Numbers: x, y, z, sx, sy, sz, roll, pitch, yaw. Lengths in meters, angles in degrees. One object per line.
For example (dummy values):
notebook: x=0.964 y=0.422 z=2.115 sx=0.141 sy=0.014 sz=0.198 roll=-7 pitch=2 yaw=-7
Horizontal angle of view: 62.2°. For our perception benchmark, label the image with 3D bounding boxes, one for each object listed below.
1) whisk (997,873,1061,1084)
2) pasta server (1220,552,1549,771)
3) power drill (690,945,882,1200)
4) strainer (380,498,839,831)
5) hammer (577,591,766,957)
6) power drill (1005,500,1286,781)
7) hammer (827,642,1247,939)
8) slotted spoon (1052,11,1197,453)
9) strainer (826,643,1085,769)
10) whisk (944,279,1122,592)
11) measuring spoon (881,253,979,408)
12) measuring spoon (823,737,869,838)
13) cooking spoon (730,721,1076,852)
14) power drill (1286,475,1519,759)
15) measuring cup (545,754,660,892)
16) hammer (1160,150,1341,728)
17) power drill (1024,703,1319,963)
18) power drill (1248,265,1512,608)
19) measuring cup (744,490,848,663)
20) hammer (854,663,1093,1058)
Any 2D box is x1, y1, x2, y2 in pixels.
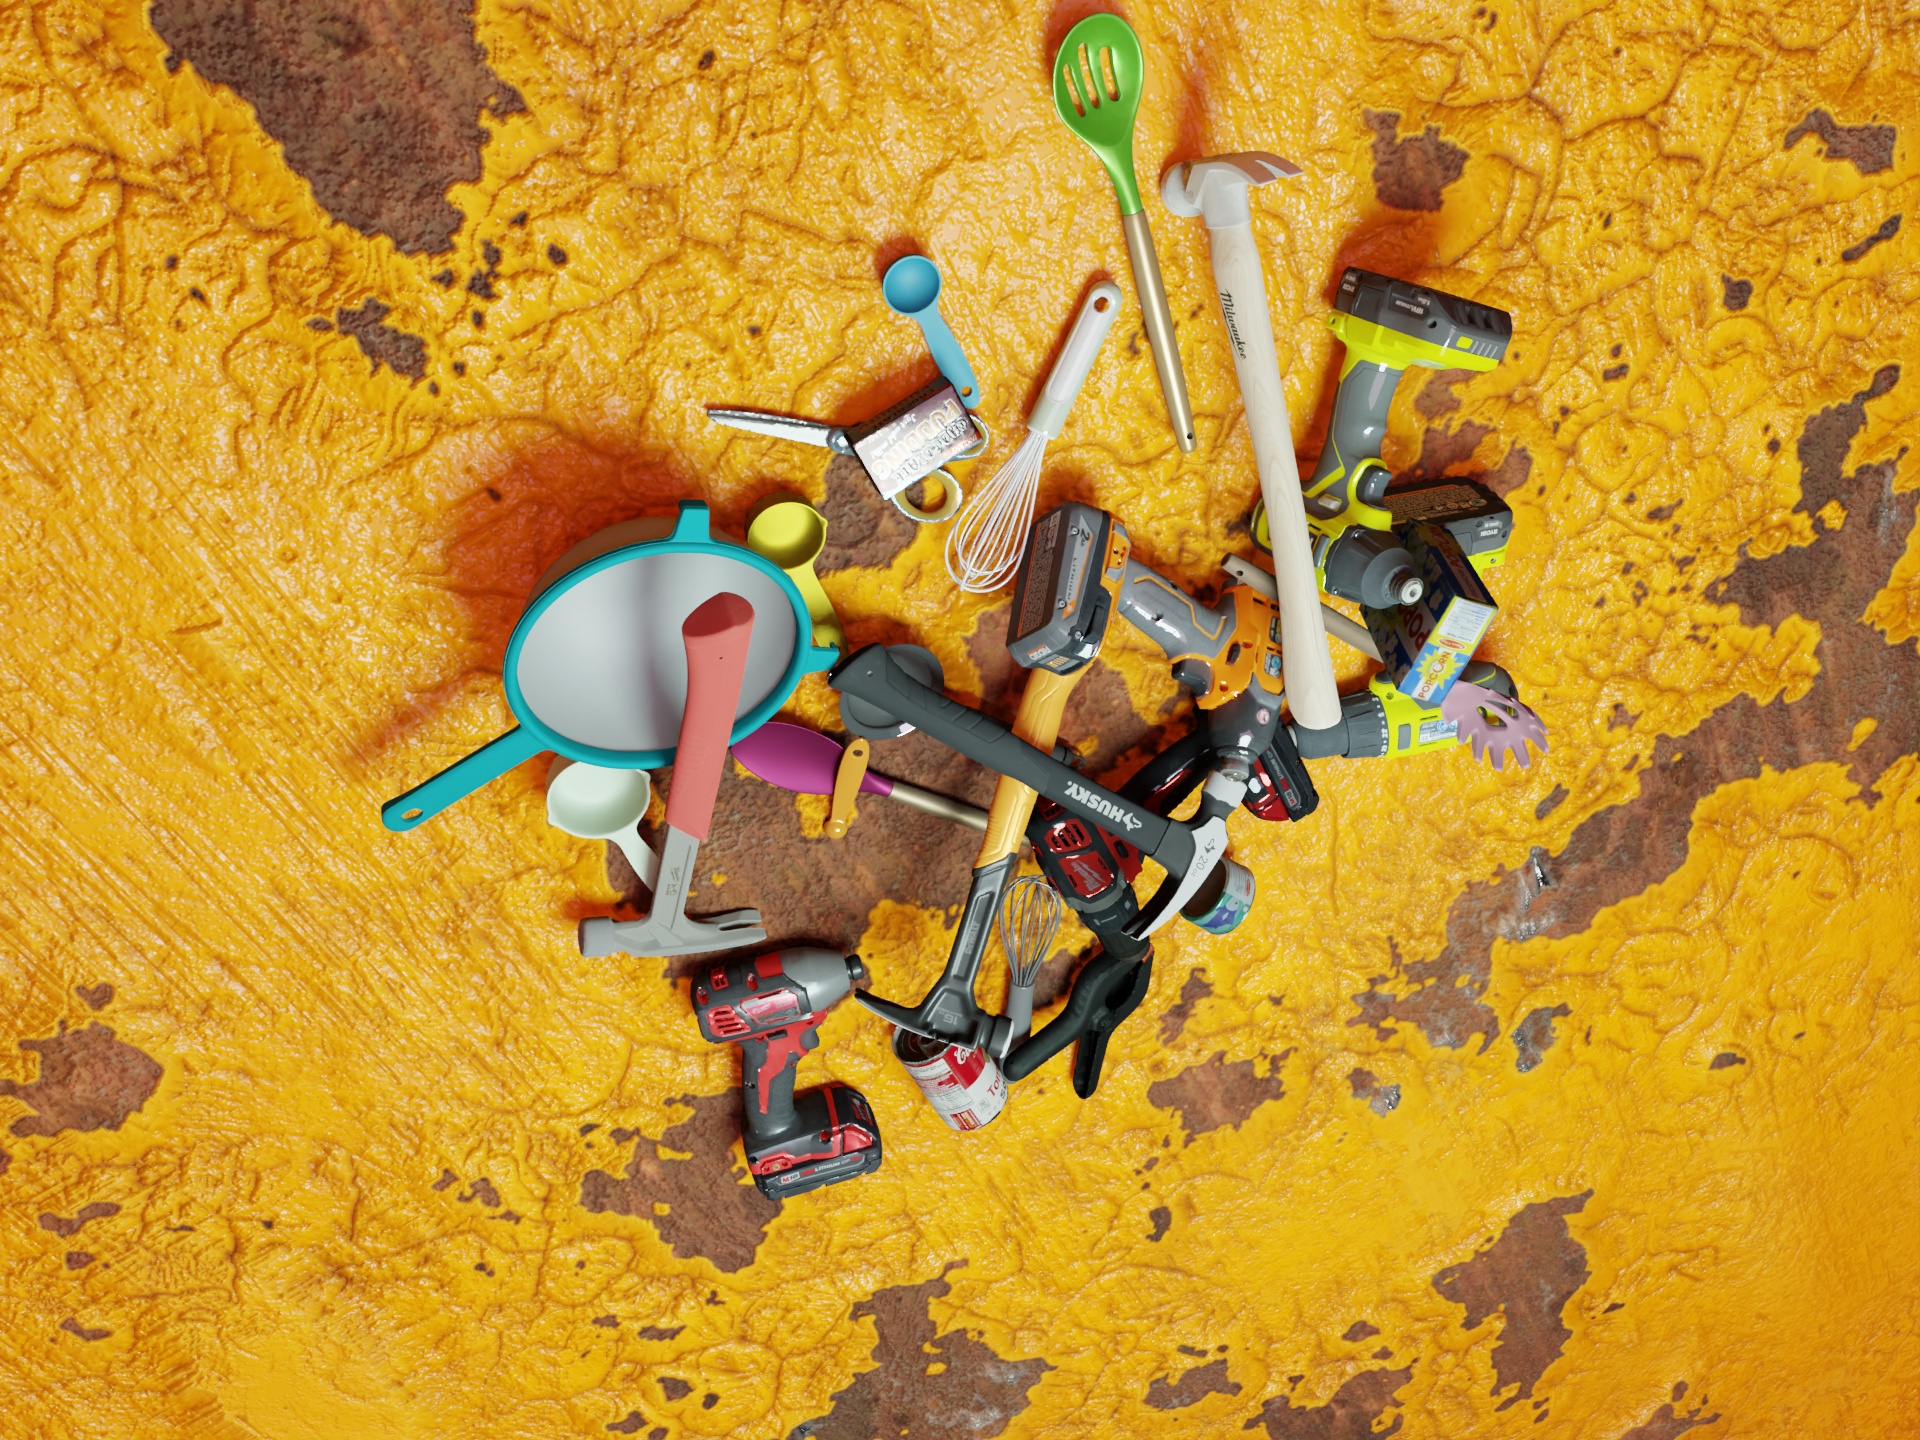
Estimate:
whisk: x=0.053 y=0.229 z=1.386 sx=0.055 sy=0.055 sz=0.238 roll=-4 pitch=123 yaw=-13
pasta server: x=0.330 y=-0.048 z=1.234 sx=0.316 sy=0.040 sz=0.060 roll=27 pitch=130 yaw=-19
power drill: x=-0.137 y=0.290 z=1.351 sx=0.143 sy=0.079 sz=0.219 roll=-15 pitch=118 yaw=-8
strainer: x=-0.271 y=-0.037 z=1.120 sx=0.340 sy=0.095 sz=0.210 roll=-30 pitch=141 yaw=9
hammer: x=-0.186 y=0.053 z=1.159 sx=0.149 sy=0.037 sz=0.358 roll=-3 pitch=136 yaw=-24
power drill: x=0.151 y=-0.056 z=1.197 sx=0.226 sy=0.084 sz=0.164 roll=20 pitch=68 yaw=-23
hammer: x=0.050 y=0.040 z=1.192 sx=0.334 sy=0.035 sz=0.146 roll=29 pitch=85 yaw=-17
slotted spoon: x=0.123 y=-0.328 z=1.104 sx=0.070 sy=0.031 sz=0.313 roll=-27 pitch=121 yaw=-12
strainer: x=-0.002 y=-0.004 z=1.247 sx=0.258 sy=0.050 sz=0.087 roll=22 pitch=111 yaw=-31
whisk: x=0.054 y=-0.202 z=1.152 sx=0.058 sy=0.059 sz=0.246 roll=27 pitch=106 yaw=3
measuring spoon: x=-0.018 y=-0.272 z=1.113 sx=0.042 sy=0.021 sz=0.128 roll=-31 pitch=131 yaw=1
measuring spoon: x=-0.089 y=0.056 z=1.250 sx=0.021 sy=0.011 sz=0.116 roll=7 pitch=135 yaw=-13
cooking spoon: x=-0.036 y=0.063 z=1.284 sx=0.318 sy=0.017 sz=0.068 roll=21 pitch=130 yaw=-25
power drill: x=0.357 y=-0.069 z=1.290 sx=0.190 sy=0.080 sz=0.228 roll=-10 pitch=122 yaw=-4
measuring cup: x=-0.259 y=0.079 z=1.226 sx=0.083 sy=0.038 sz=0.167 roll=-26 pitch=131 yaw=-1
hammer: x=0.222 y=-0.182 z=1.106 sx=0.038 sy=0.146 sz=0.410 roll=-19 pitch=111 yaw=-11
power drill: x=0.177 y=0.090 z=1.317 sx=0.226 sy=0.080 sz=0.187 roll=-31 pitch=121 yaw=0
power drill: x=0.303 y=-0.200 z=1.149 sx=0.080 sy=0.171 sz=0.223 roll=4 pitch=113 yaw=-28
measuring cup: x=-0.115 y=-0.104 z=1.175 sx=0.062 sy=0.029 sz=0.156 roll=-23 pitch=133 yaw=-2
hammer: x=0.026 y=0.085 z=1.234 sx=0.127 sy=0.034 sz=0.337 roll=18 pitch=91 yaw=0
